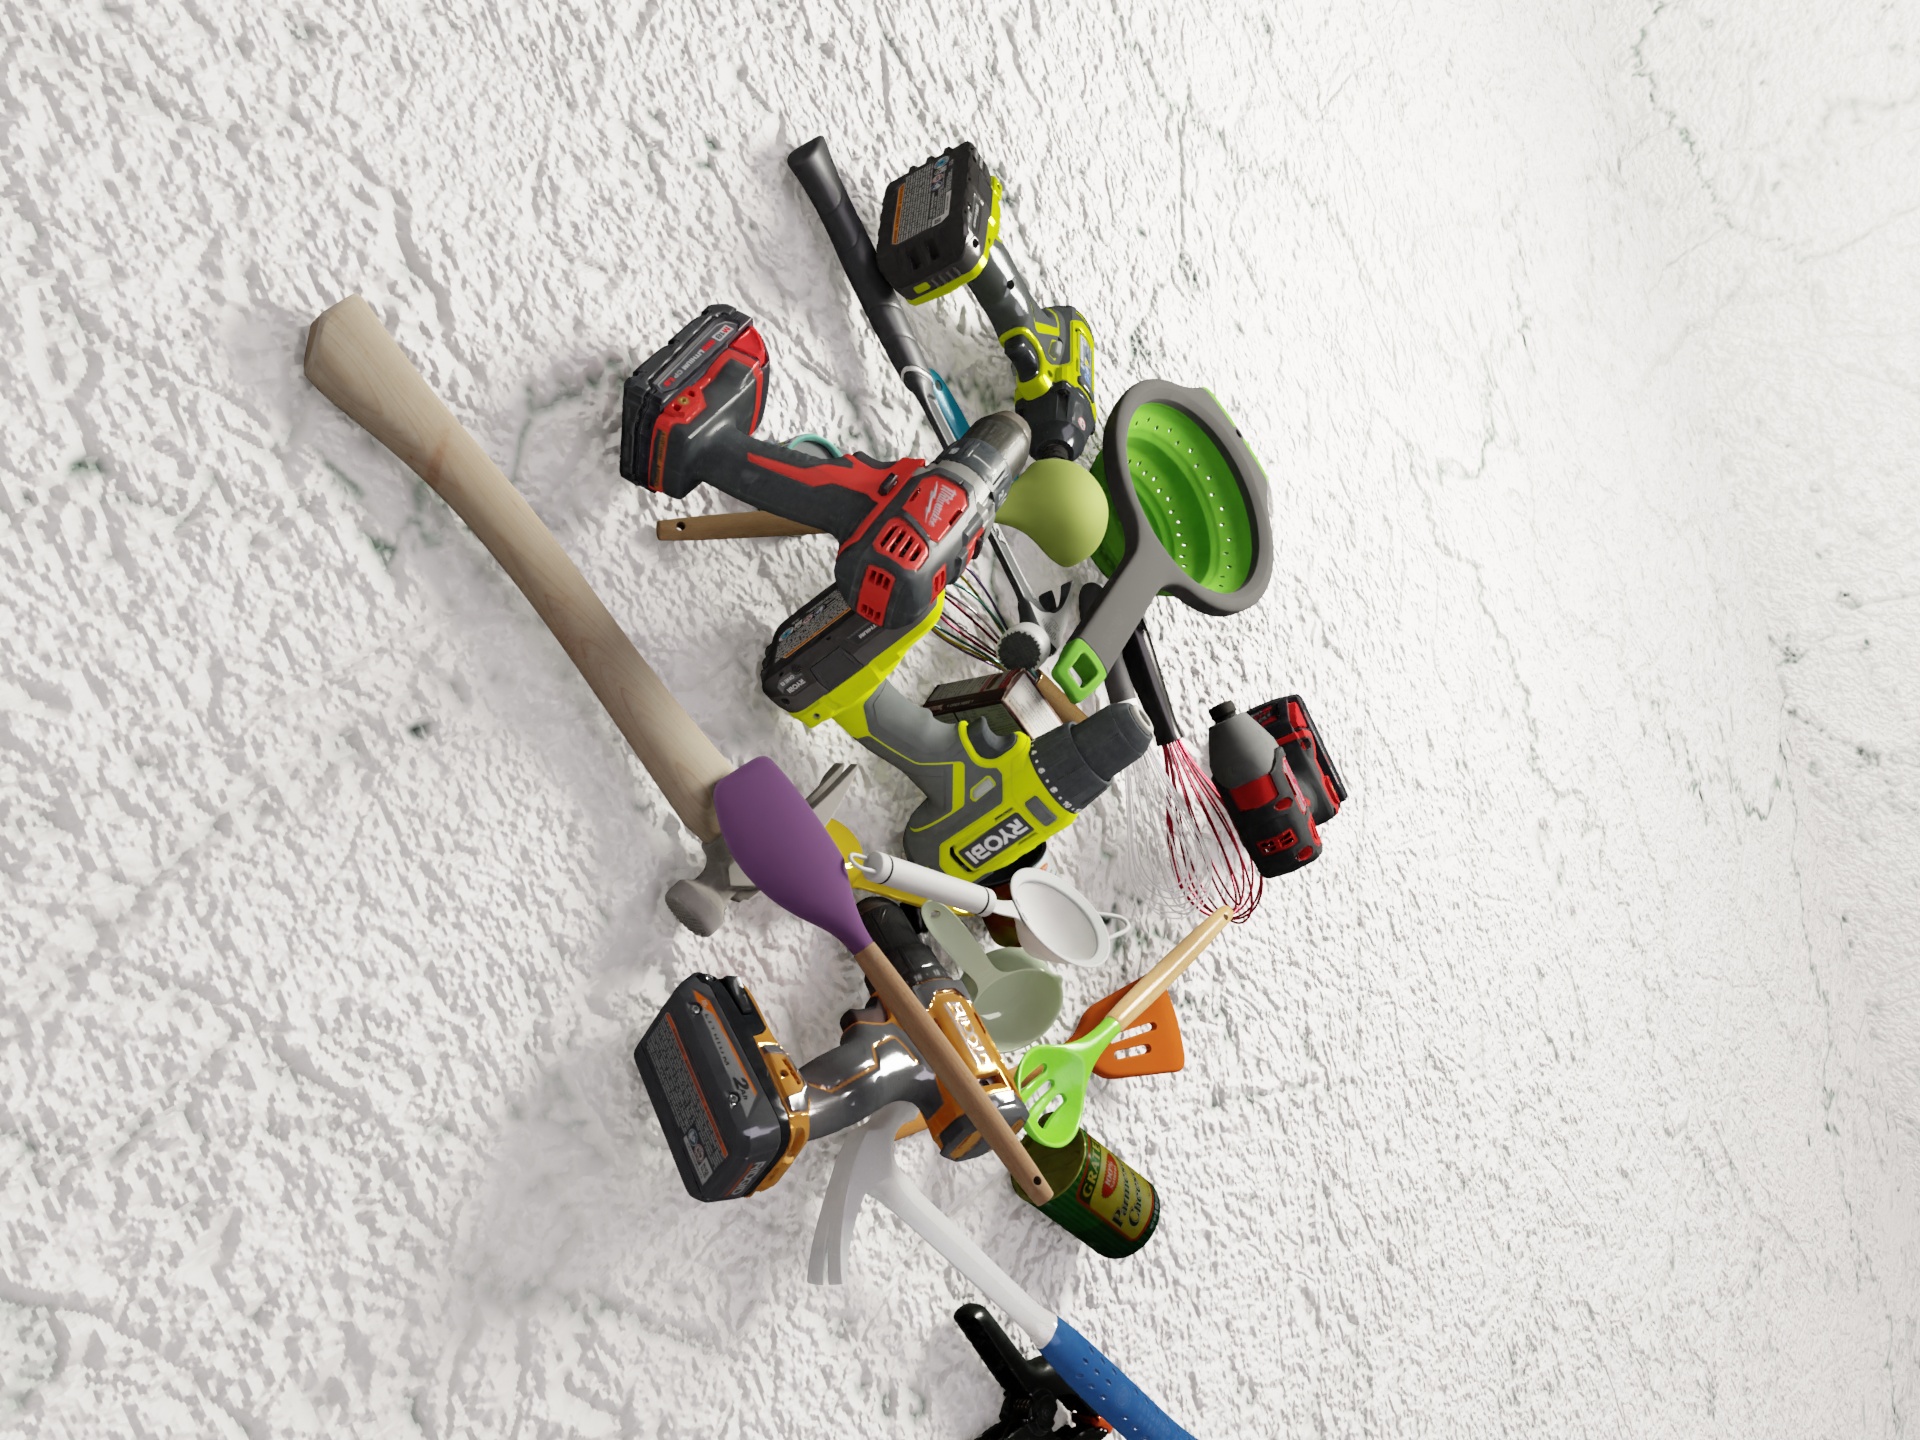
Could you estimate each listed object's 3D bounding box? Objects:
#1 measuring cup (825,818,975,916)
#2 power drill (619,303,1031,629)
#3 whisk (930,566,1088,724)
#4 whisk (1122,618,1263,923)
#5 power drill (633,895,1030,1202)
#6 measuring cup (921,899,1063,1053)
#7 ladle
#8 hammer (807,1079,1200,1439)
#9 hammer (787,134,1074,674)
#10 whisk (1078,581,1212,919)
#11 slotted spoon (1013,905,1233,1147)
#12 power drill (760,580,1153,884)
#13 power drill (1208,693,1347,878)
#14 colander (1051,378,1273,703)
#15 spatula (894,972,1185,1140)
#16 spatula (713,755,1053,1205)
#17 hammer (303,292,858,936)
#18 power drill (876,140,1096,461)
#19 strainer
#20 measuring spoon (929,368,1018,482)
[{"bbox_3d":[-0.048,0.101,1.059,0.156,0.029,0.062,18,36,-26],"label":"measuring cup"},{"bbox_3d":[-0.077,-0.169,0.993,0.227,0.080,0.188,29,52,8],"label":"power drill"},{"bbox_3d":[0.039,-0.040,1.211,0.244,0.051,0.047,42,28,-40],"label":"whisk"},{"bbox_3d":[0.183,0.036,1.339,0.073,0.073,0.296,-25,95,-46],"label":"whisk"},{"bbox_3d":[-0.082,0.193,0.981,0.226,0.084,0.186,1,47,-41],"label":"power drill"},{"bbox_3d":[0.011,0.168,1.109,0.083,0.038,0.167,-37,126,-1],"label":"measuring cup"},{"bbox_3d":[-0.046,-0.133,1.068,0.320,0.062,0.078,-6,80,-20],"label":"ladle"},{"bbox_3d":[0.049,0.416,1.083,0.405,0.035,0.144,49,49,-23],"label":"hammer"},{"bbox_3d":[-0.020,-0.234,1.165,0.409,0.036,0.149,63,22,-8],"label":"hammer"},{"bbox_3d":[0.145,0.023,1.297,0.070,0.070,0.285,-10,83,-47],"label":"whisk"},{"bbox_3d":[0.130,0.221,1.212,0.314,0.031,0.070,-34,95,-45],"label":"slotted spoon"},{"bbox_3d":[-0.002,-0.003,1.061,0.228,0.190,0.080,46,21,-24],"label":"power drill"},{"bbox_3d":[0.258,0.043,1.330,0.143,0.078,0.219,65,18,2],"label":"power drill"},{"bbox_3d":[0.130,-0.125,1.262,0.204,0.094,0.397,52,42,-16],"label":"colander"},{"bbox_3d":[0.048,0.259,1.159,0.322,0.041,0.081,-9,82,-46],"label":"spatula"},{"bbox_3d":[-0.045,0.158,0.949,0.060,0.018,0.316,-35,87,-30],"label":"spatula"},{"bbox_3d":[-0.220,-0.070,0.926,0.146,0.038,0.410,-45,113,-25],"label":"hammer"},{"bbox_3d":[0.032,-0.302,1.196,0.223,0.080,0.171,47,34,-39],"label":"power drill"},{"bbox_3d":[0.018,0.122,1.052,0.258,0.050,0.087,24,30,-43],"label":"strainer"},{"bbox_3d":[0.012,-0.219,1.231,0.128,0.021,0.042,57,47,-24],"label":"measuring spoon"}]
